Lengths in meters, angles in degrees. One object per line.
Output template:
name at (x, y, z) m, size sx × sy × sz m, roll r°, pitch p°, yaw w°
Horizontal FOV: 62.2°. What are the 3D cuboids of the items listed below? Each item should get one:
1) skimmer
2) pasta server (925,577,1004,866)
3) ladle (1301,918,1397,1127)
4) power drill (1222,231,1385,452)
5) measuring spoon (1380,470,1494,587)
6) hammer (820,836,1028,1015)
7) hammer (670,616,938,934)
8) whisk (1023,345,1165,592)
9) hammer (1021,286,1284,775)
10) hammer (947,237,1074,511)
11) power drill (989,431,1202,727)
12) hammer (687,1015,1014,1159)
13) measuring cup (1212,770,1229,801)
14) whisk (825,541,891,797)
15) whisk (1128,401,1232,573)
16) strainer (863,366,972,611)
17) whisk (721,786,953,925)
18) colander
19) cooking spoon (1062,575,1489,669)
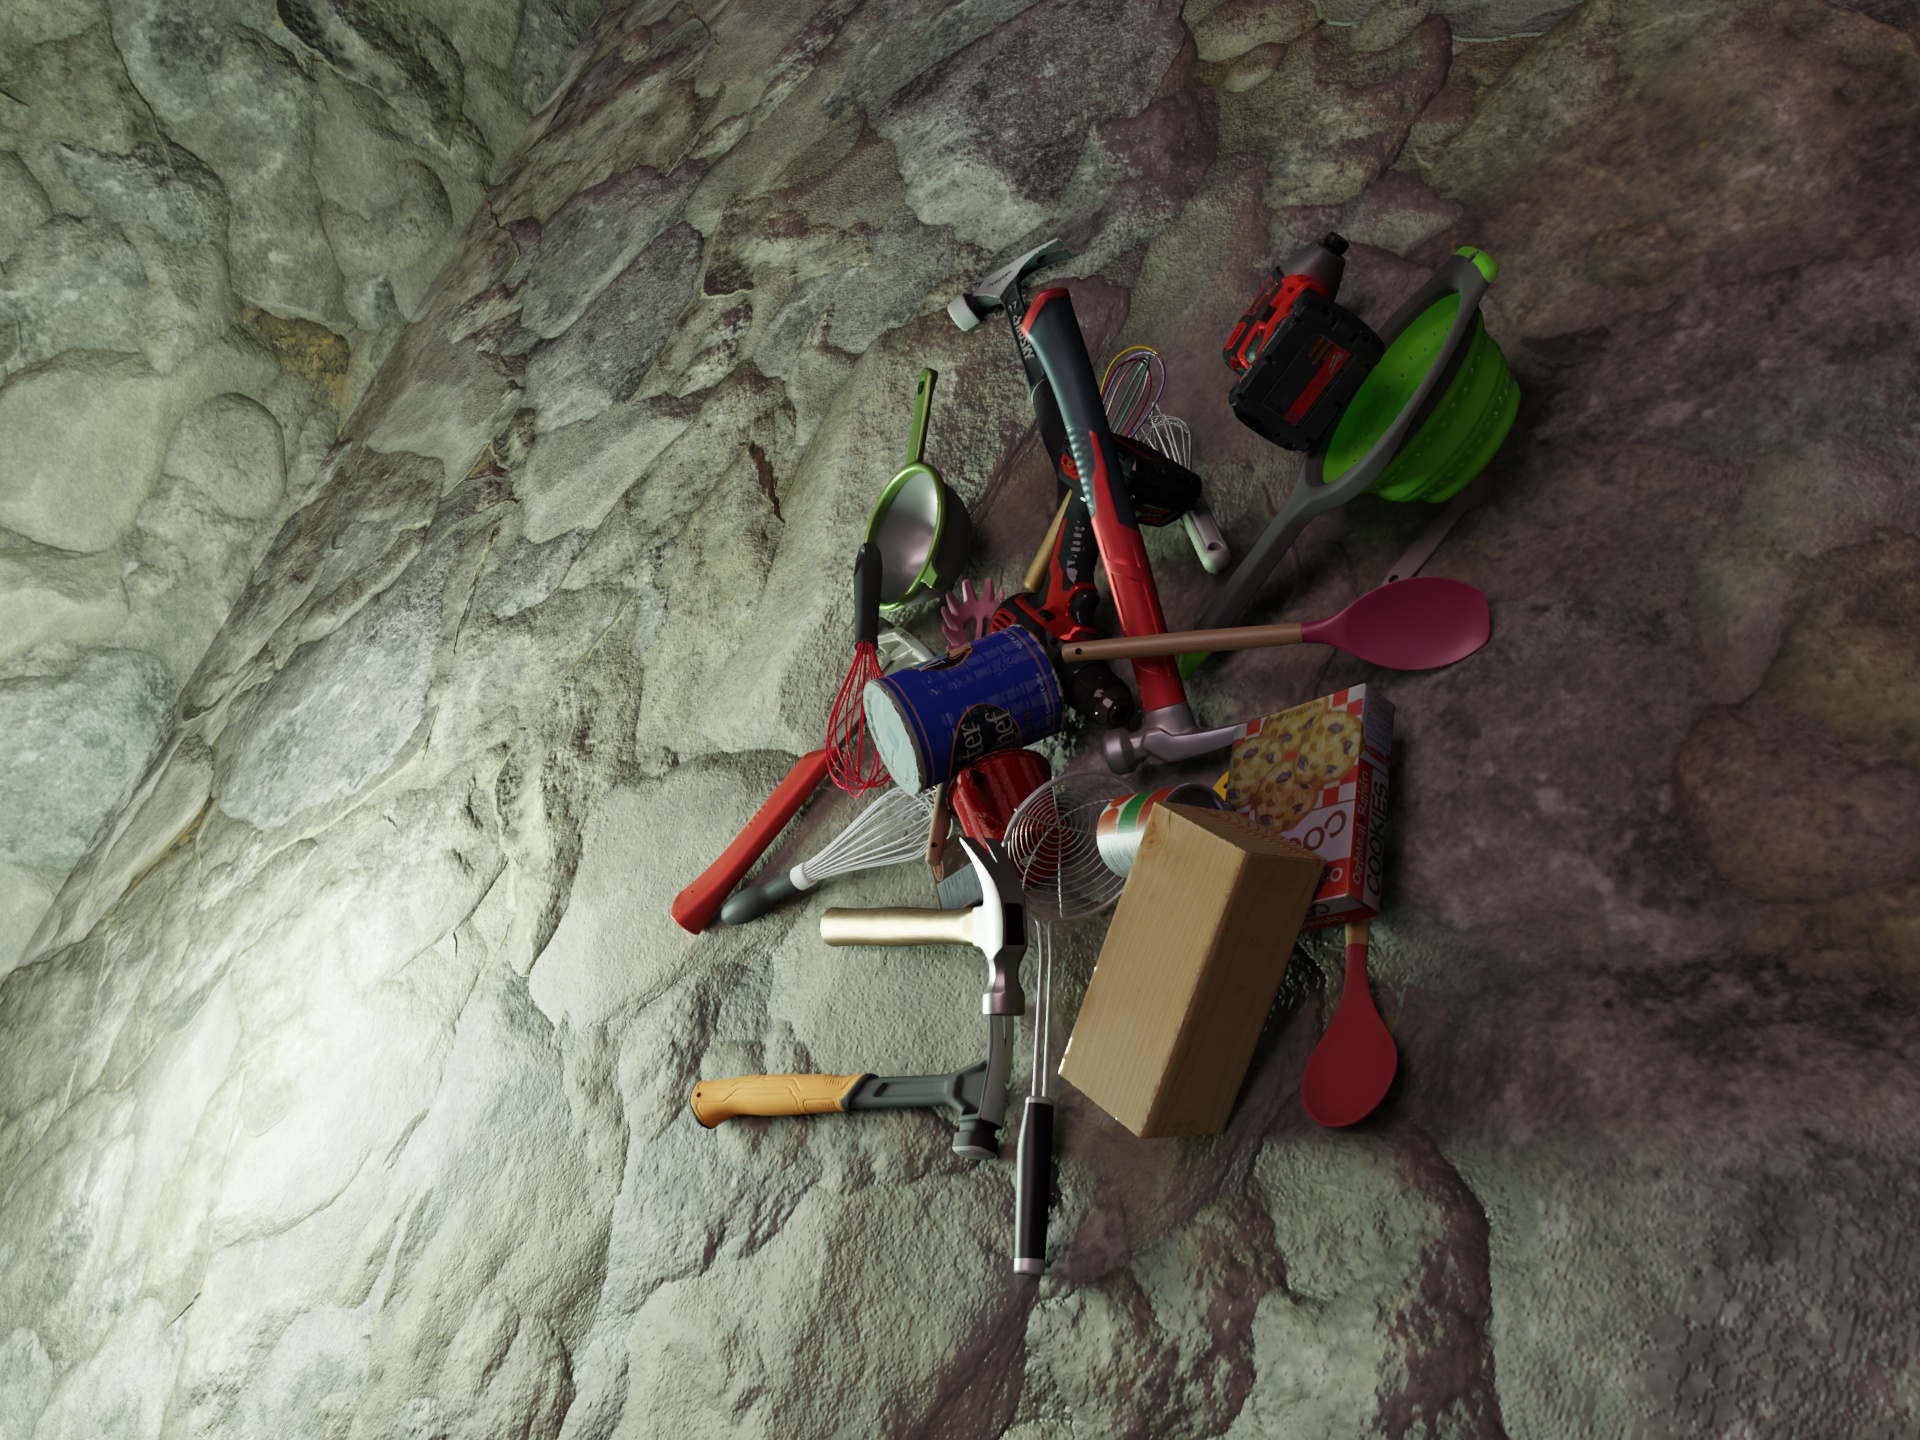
skimmer at (0.078, 0.217, 1.174) m, size 0.090 × 0.127 × 0.364 m, roll -29°, pitch 50°, yaw 53°
pasta server at (-0.002, -0.005, 1.416) m, size 0.060 × 0.040 × 0.316 m, roll -1°, pitch 48°, yaw 14°
ladle at (0.275, 0.134, 1.106) m, size 0.069 × 0.031 × 0.316 m, roll -18°, pitch 49°, yaw 38°
power drill at (0.283, -0.323, 1.328) m, size 0.143 × 0.078 × 0.220 m, roll -54°, pitch 13°, yaw 28°
measuring spoon at (0.365, -0.148, 1.233) m, size 0.124 × 0.018 × 0.034 m, roll -50°, pitch 41°, yaw 2°
hammer at (-0.037, 0.163, 1.278) m, size 0.331 × 0.031 × 0.130 m, roll -13°, pitch 74°, yaw 61°
hammer at (-0.150, 0.064, 1.536) m, size 0.359 × 0.036 × 0.149 m, roll -51°, pitch 41°, yaw 0°
whisk at (0.117, -0.229, 1.454) m, size 0.245 × 0.047 × 0.051 m, roll -63°, pitch 20°, yaw 17°
hammer at (0.137, -0.159, 1.258) m, size 0.143 × 0.038 × 0.386 m, roll -16°, pitch 89°, yaw 21°
hammer at (0.085, -0.349, 1.624) m, size 0.149 × 0.036 × 0.409 m, roll -32°, pitch 45°, yaw 20°
power drill at (0.119, -0.119, 1.352) m, size 0.188 × 0.080 × 0.226 m, roll 45°, pitch 119°, yaw 49°
hammer at (-0.100, 0.301, 1.320) m, size 0.337 × 0.034 × 0.127 m, roll -13°, pitch 54°, yaw 36°
measuring cup at (0.183, 0.106, 1.218) m, size 0.062 × 0.029 × 0.156 m, roll 3°, pitch 52°, yaw 46°
whisk at (-0.088, -0.054, 1.492) m, size 0.073 × 0.073 × 0.296 m, roll -24°, pitch 48°, yaw 28°
whisk at (0.194, -0.203, 1.385) m, size 0.058 × 0.059 × 0.247 m, roll -11°, pitch 40°, yaw -2°
strainer at (-0.027, -0.225, 1.583) m, size 0.151 × 0.069 × 0.256 m, roll -14°, pitch 64°, yaw 56°
whisk at (-0.120, 0.130, 1.448) m, size 0.284 × 0.070 × 0.070 m, roll -29°, pitch 45°, yaw 30°
colander at (0.315, -0.172, 1.249) m, size 0.397 × 0.094 × 0.205 m, roll -56°, pitch 10°, yaw 23°
cooking spoon at (0.233, -0.064, 1.205) m, size 0.319 × 0.017 × 0.068 m, roll -4°, pitch 98°, yaw 16°
